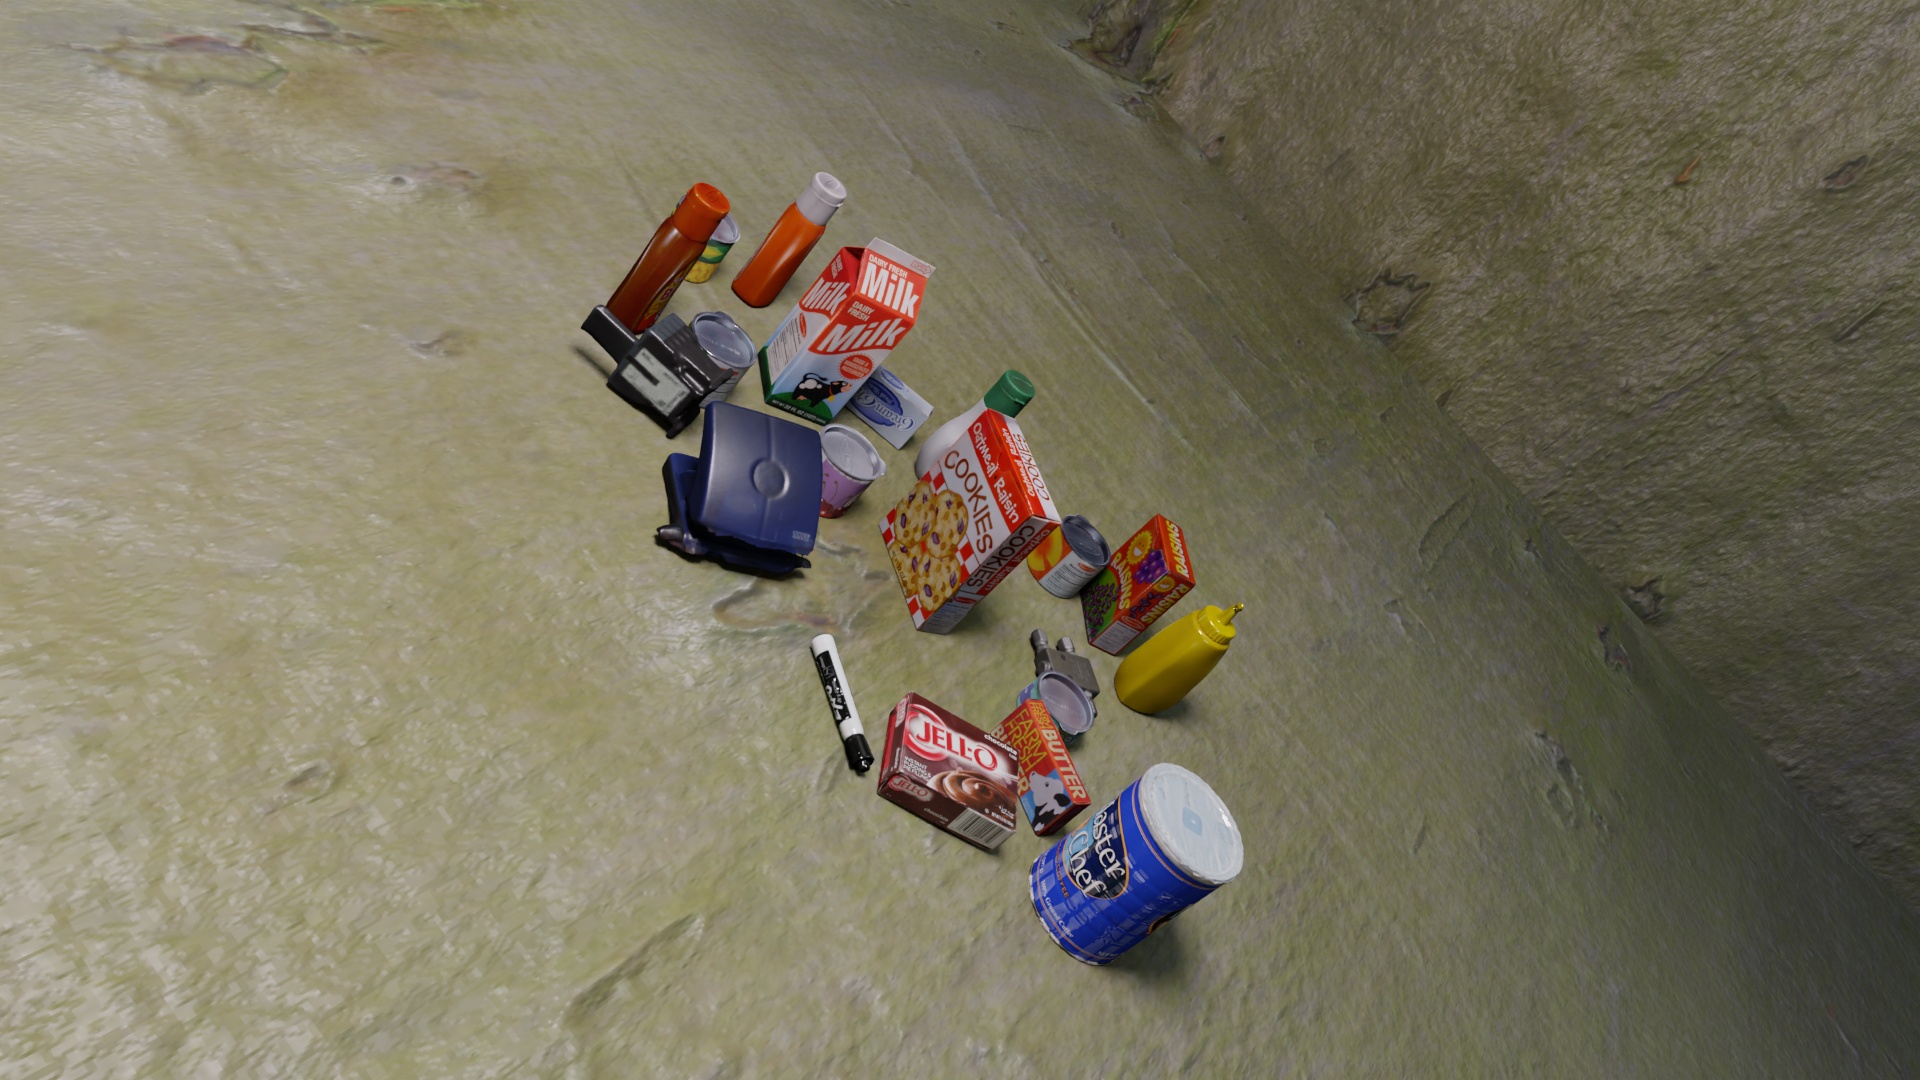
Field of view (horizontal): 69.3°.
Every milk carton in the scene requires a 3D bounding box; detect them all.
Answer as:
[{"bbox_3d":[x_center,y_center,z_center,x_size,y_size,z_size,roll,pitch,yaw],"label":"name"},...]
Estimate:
[{"bbox_3d":[-0.107,-0.202,1.299,0.072,0.189,0.074,20,39,-34],"label":"milk carton"}]

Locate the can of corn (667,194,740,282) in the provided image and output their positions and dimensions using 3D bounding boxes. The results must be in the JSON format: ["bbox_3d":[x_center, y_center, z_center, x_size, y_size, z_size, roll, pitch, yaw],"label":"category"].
[{"bbox_3d":[-0.261,-0.295,1.357,0.071,0.058,0.071,30,34,-23],"label":"can of corn"}]

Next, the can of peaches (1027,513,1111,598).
[{"bbox_3d":[0.110,0.015,1.419,0.071,0.057,0.071,30,34,-23],"label":"can of peaches"}]

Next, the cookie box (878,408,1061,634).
[{"bbox_3d":[0.004,-0.015,1.229,0.040,0.166,0.123,13,43,-41],"label":"cookie box"}]

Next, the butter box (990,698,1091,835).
[{"bbox_3d":[0.066,0.190,1.169,0.024,0.053,0.104,9,46,-44],"label":"butter box"}]

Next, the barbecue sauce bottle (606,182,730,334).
[{"bbox_3d":[-0.256,-0.249,1.222,0.043,0.148,0.065,40,32,-9],"label":"barbecue sauce bottle"}]

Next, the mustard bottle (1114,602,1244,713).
[{"bbox_3d":[0.218,0.106,1.339,0.065,0.159,0.049,24,37,-31],"label":"mustard bottle"}]

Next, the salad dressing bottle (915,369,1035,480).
[{"bbox_3d":[0.015,-0.106,1.367,0.064,0.147,0.044,21,39,-34],"label":"salad dressing bottle"}]

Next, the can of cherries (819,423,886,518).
[{"bbox_3d":[-0.112,-0.061,1.253,0.071,0.058,0.072,30,34,-23],"label":"can of cherries"}]

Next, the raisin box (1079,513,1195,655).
[{"bbox_3d":[0.176,0.045,1.398,0.040,0.123,0.086,28,35,-25],"label":"raisin box"}]

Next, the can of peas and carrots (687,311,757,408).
[{"bbox_3d":[-0.225,-0.162,1.242,0.071,0.058,0.071,30,34,-23],"label":"can of peas and carrots"}]

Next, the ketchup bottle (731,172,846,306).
[{"bbox_3d":[-0.168,-0.299,1.382,0.043,0.148,0.065,43,31,-4],"label":"ketchup bottle"}]

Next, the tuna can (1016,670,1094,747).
[{"bbox_3d":[0.086,0.155,1.252,0.071,0.032,0.071,30,34,-23],"label":"tuna can"}]

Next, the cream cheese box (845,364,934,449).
[{"bbox_3d":[-0.083,-0.143,1.388,0.104,0.053,0.024,39,32,-9],"label":"cream cheese box"}]
